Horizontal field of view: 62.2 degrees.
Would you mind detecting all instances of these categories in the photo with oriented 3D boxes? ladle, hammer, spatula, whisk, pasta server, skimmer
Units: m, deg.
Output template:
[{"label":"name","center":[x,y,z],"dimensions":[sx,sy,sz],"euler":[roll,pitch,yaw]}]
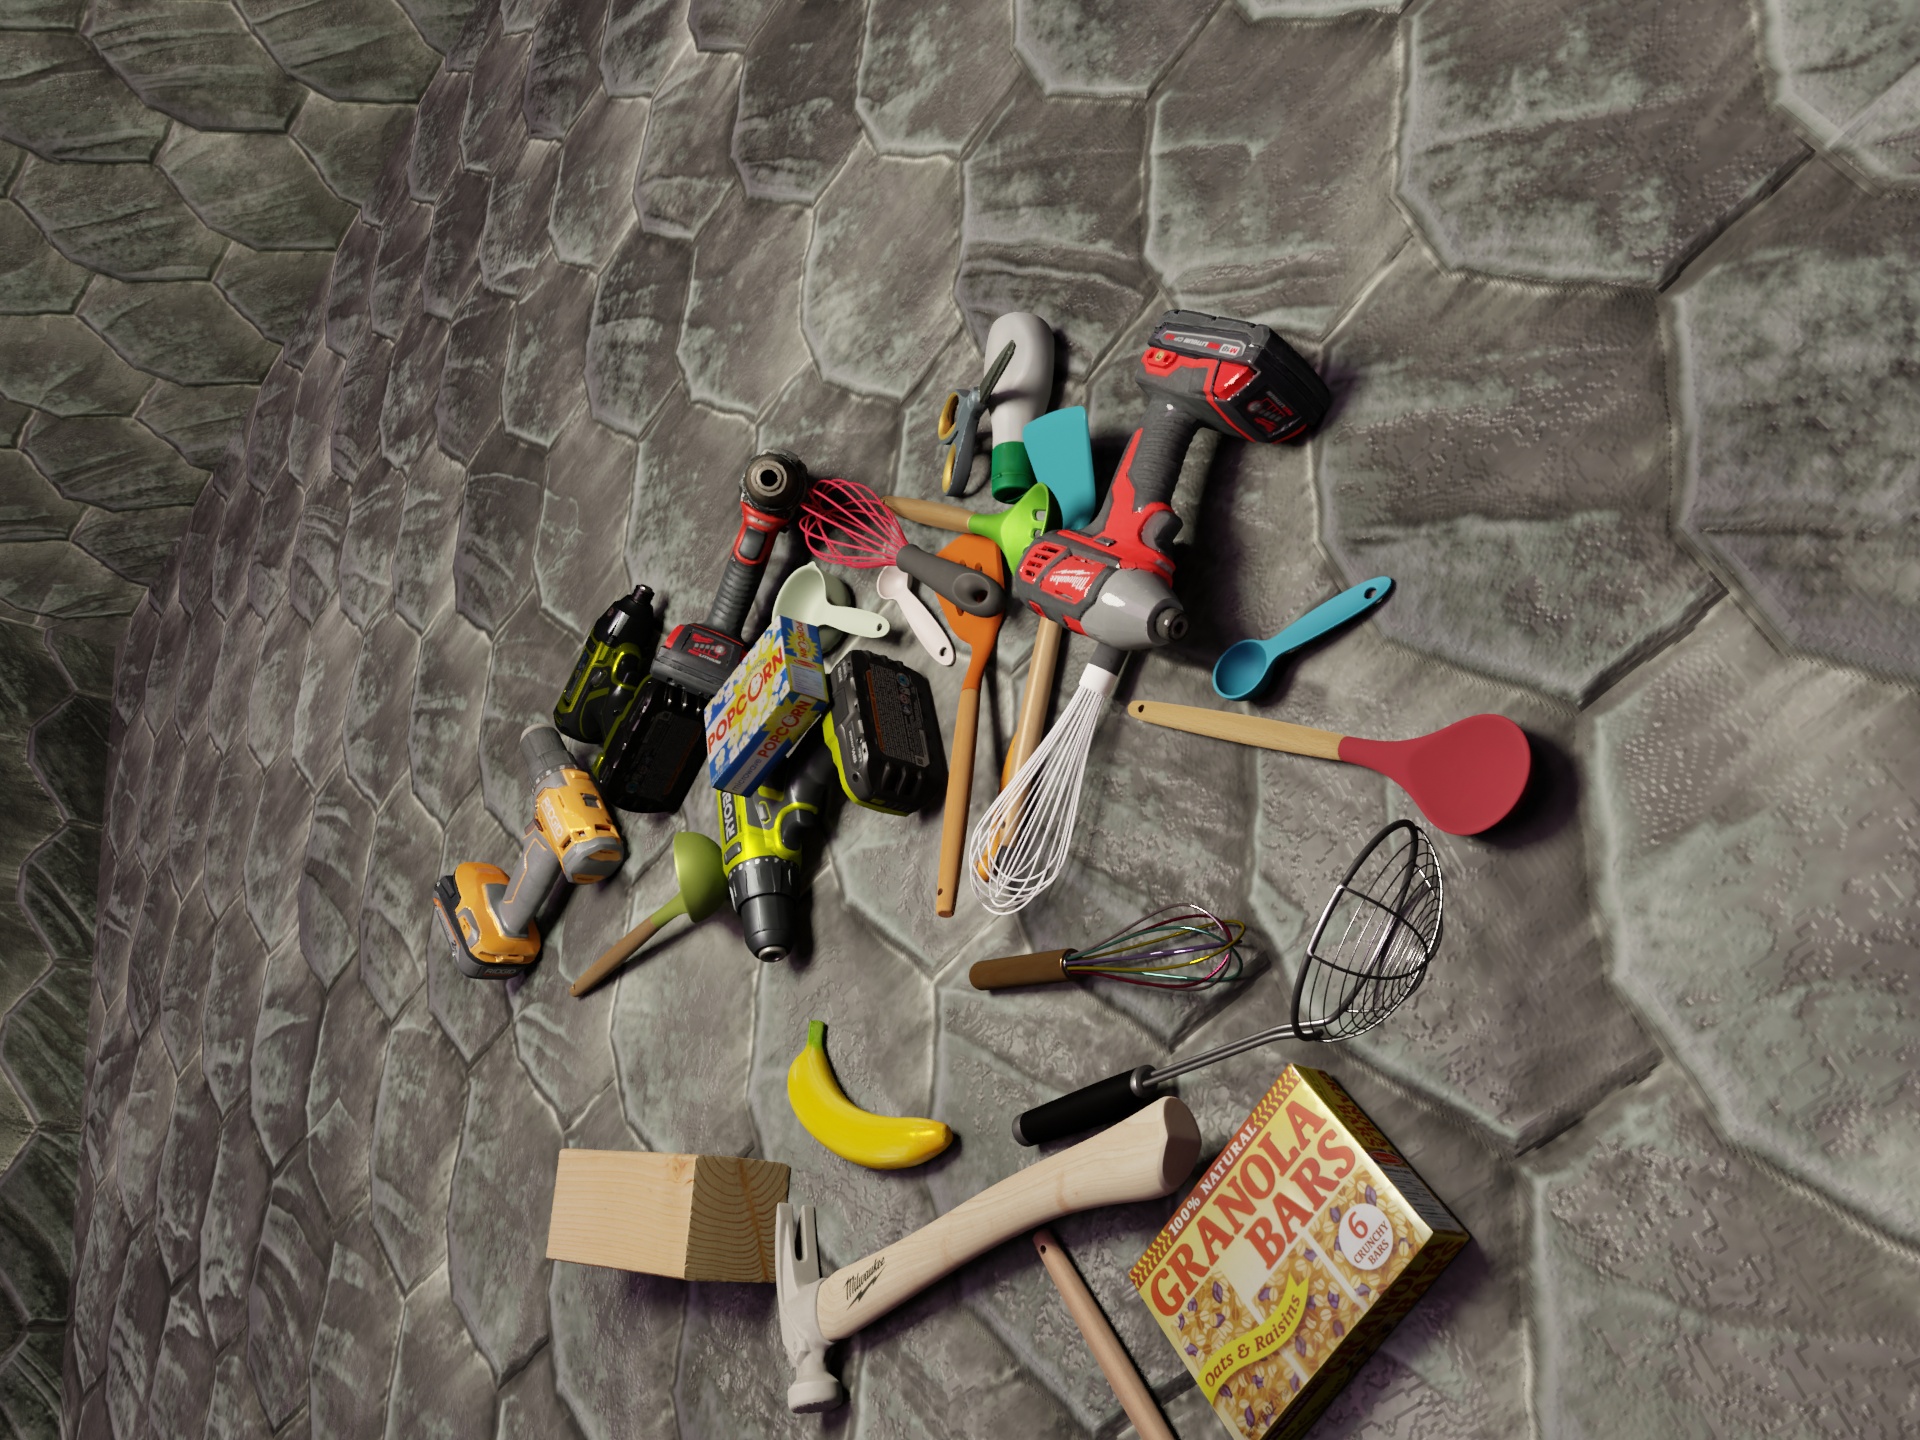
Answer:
[{"label":"ladle","center":[-0.294,0.189,1.428],"dimensions":[0.320,0.062,0.078],"euler":[-39,54,43]},{"label":"ladle","center":[0.209,0.014,0.951],"dimensions":[0.316,0.031,0.069],"euler":[13,81,53]},{"label":"hammer","center":[0.001,0.327,1.040],"dimensions":[0.410,0.038,0.146],"euler":[-40,46,37]},{"label":"spatula","center":[-0.002,-0.004,1.167],"dimensions":[0.081,0.041,0.323],"euler":[-29,42,40]},{"label":"whisk","center":[-0.051,-0.135,1.260],"dimensions":[0.296,0.073,0.073],"euler":[33,101,51]},{"label":"pasta server","center":[0.111,0.412,0.896],"dimensions":[0.060,0.040,0.317],"euler":[-54,41,15]},{"label":"whisk","center":[0.090,0.155,1.029],"dimensions":[0.245,0.051,0.047],"euler":[-18,41,49]},{"label":"whisk","center":[0.081,0.002,1.087],"dimensions":[0.070,0.070,0.284],"euler":[26,91,51]},{"label":"spatula","center":[0.055,-0.066,1.149],"dimensions":[0.082,0.044,0.317],"euler":[-4,73,58]},{"label":"skimmer","center":[0.133,0.168,0.925],"dimensions":[0.363,0.127,0.090],"euler":[-36,83,44]}]

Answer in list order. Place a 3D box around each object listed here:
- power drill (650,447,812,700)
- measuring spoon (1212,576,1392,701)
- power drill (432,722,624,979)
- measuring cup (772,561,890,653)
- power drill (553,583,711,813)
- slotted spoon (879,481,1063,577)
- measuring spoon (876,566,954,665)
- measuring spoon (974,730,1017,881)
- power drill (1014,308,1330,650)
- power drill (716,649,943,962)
[{"label":"power drill","center":[-0.191,-0.130,1.386],"dimensions":[0.188,0.080,0.226],"euler":[-131,63,-84]},{"label":"measuring spoon","center":[0.214,-0.049,0.983],"dimensions":[0.128,0.021,0.042],"euler":[-32,42,26]},{"label":"power drill","center":[-0.443,0.130,1.610],"dimensions":[0.226,0.084,0.186],"euler":[-47,57,23]},{"label":"measuring cup","center":[-0.099,-0.085,1.345],"dimensions":[0.168,0.038,0.083],"euler":[17,88,49]},{"label":"power drill","center":[-0.319,-0.024,1.550],"dimensions":[0.171,0.080,0.223],"euler":[-61,37,13]},{"label":"slotted spoon","center":[0.002,-0.156,1.225],"dimensions":[0.314,0.031,0.070],"euler":[25,102,62]},{"label":"measuring spoon","center":[-0.031,-0.084,1.287],"dimensions":[0.034,0.018,0.124],"euler":[-47,51,17]},{"label":"measuring spoon","center":[0.029,0.060,1.154],"dimensions":[0.021,0.011,0.117],"euler":[9,82,51]},{"label":"power drill","center":[0.136,-0.148,1.033],"dimensions":[0.143,0.078,0.219],"euler":[31,90,51]},{"label":"power drill","center":[-0.116,0.068,1.272],"dimensions":[0.228,0.080,0.191],"euler":[-41,46,36]}]
